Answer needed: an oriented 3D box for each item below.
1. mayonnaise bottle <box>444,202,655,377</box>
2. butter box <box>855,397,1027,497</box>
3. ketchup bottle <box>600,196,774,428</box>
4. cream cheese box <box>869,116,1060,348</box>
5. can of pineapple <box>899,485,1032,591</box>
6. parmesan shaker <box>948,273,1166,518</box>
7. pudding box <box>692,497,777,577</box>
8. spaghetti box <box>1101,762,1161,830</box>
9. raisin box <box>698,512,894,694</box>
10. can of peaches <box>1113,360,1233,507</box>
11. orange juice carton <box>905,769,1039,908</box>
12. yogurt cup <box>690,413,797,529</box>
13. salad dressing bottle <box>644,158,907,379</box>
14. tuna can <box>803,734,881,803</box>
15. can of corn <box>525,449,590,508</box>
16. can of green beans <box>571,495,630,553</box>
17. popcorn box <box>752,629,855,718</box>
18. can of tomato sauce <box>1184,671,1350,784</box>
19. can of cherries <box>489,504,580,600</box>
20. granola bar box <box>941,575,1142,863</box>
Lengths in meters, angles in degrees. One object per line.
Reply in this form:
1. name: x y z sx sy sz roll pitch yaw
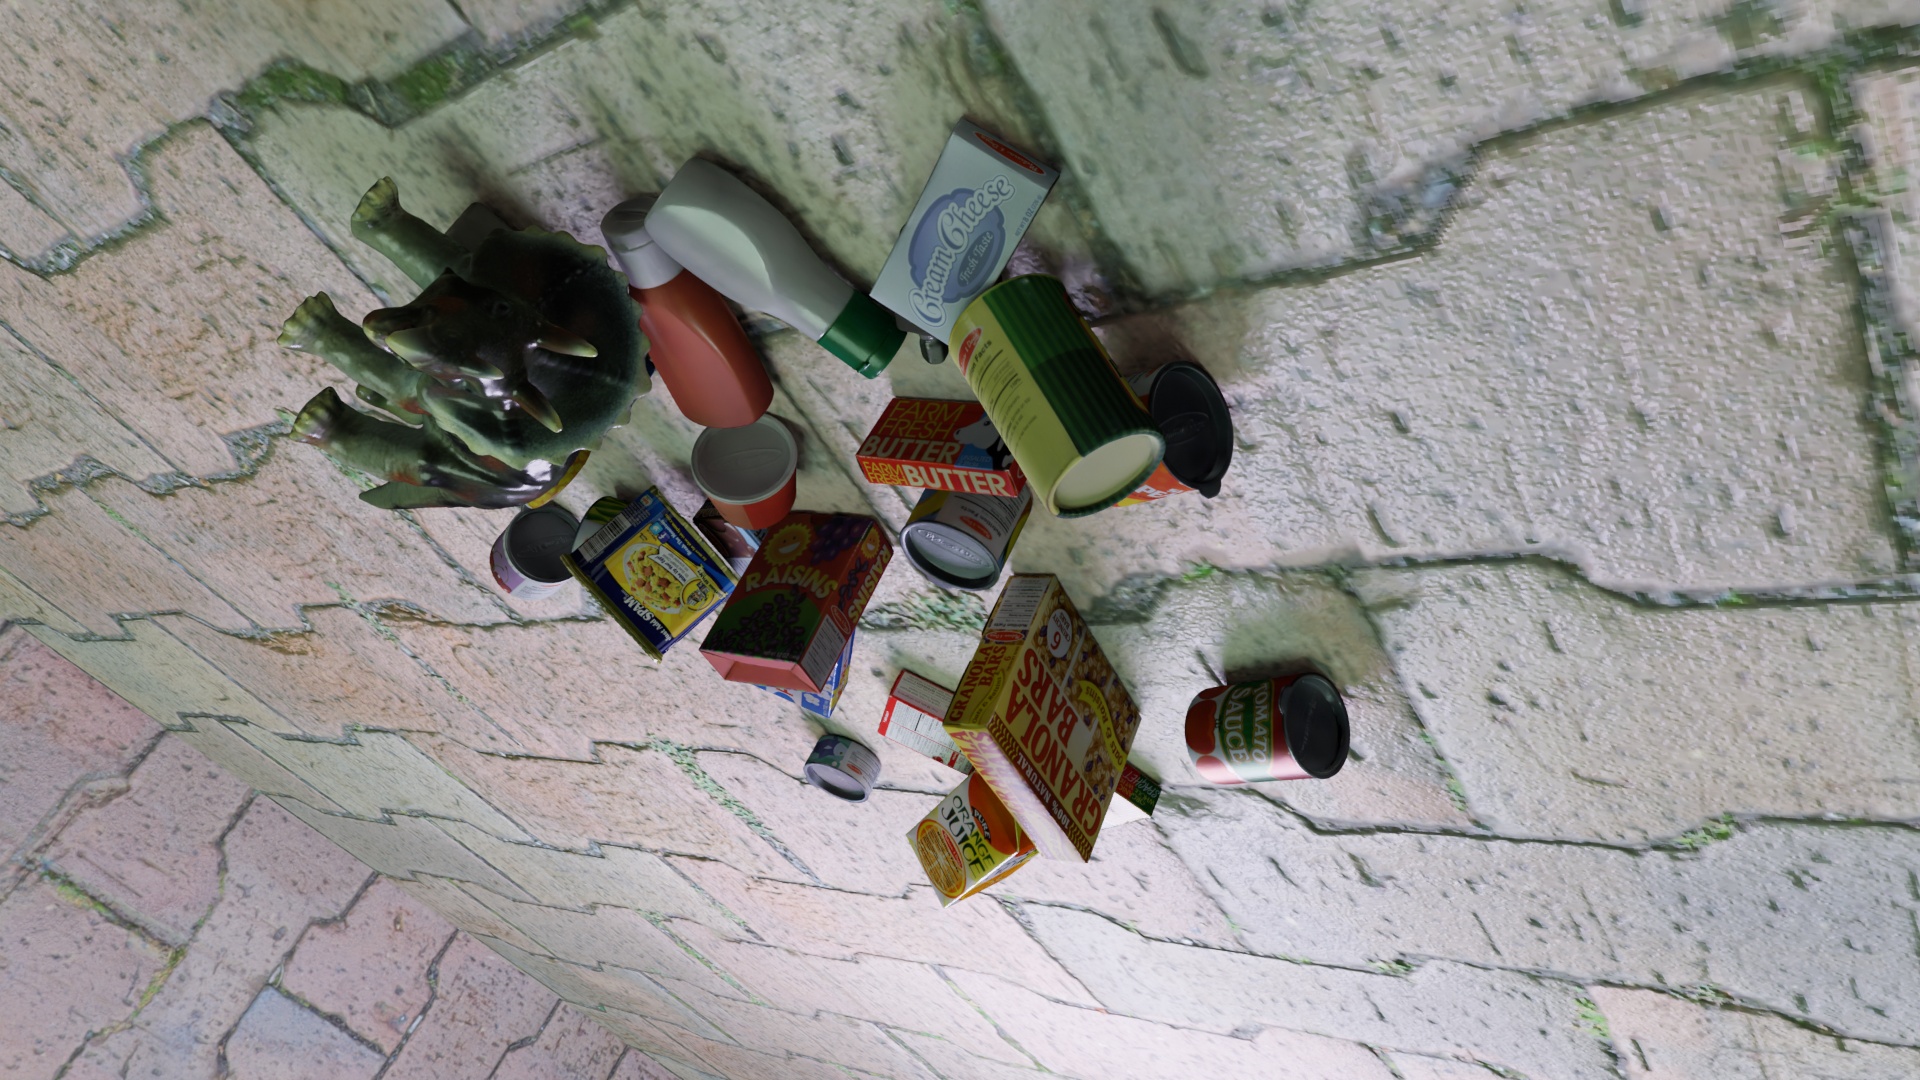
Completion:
1. mayonnaise bottle: -0.261 -0.144 0.873 0.148 0.041 0.064 41 146 -22
2. butter box: -0.004 -0.055 0.799 0.103 0.053 0.024 7 141 29
3. ketchup bottle: -0.163 -0.131 0.815 0.065 0.044 0.148 9 144 26
4. cream cheese box: 0.000 -0.146 0.668 0.053 0.024 0.103 31 132 -3
5. can of pineapple: 0.003 -0.011 0.852 0.071 0.058 0.070 19 147 13
6. parmesan shaker: 0.046 -0.068 0.671 0.103 0.071 0.071 60 159 27
7. pudding box: -0.149 0.003 1.010 0.049 0.030 0.083 0 139 38
8. spaghetti box: 0.074 0.228 1.171 0.050 0.029 0.249 37 147 -14
9. raisin box: -0.110 0.039 0.945 0.086 0.124 0.040 4 142 32
10. can of peaches: 0.098 -0.051 0.713 0.058 0.071 0.071 -13 131 47
11. orange juice carton: 0.033 0.222 1.113 0.073 0.072 0.191 60 144 18
12. yogurt cup: -0.137 -0.043 0.906 0.072 0.073 0.053 20 155 11
13. salad dressing bottle: -0.097 -0.144 0.750 0.147 0.044 0.064 36 147 -15
14. tuna can: -0.110 0.210 1.275 0.071 0.033 0.070 19 147 13
15. can of corn: -0.306 -0.067 0.994 0.071 0.071 0.058 -12 132 45
16. can of green beans: -0.252 0.006 1.056 0.058 0.071 0.071 18 147 12
17. popcorn box: -0.131 0.086 1.108 0.085 0.038 0.126 23 148 5
18. can of tomato sauce: 0.195 0.122 0.891 0.071 0.071 0.083 43 145 -23
19. can of cherries: -0.345 0.008 1.132 0.071 0.072 0.058 37 148 -16
20. granola bar box: 0.059 0.122 0.938 0.039 0.125 0.165 -1 139 35
